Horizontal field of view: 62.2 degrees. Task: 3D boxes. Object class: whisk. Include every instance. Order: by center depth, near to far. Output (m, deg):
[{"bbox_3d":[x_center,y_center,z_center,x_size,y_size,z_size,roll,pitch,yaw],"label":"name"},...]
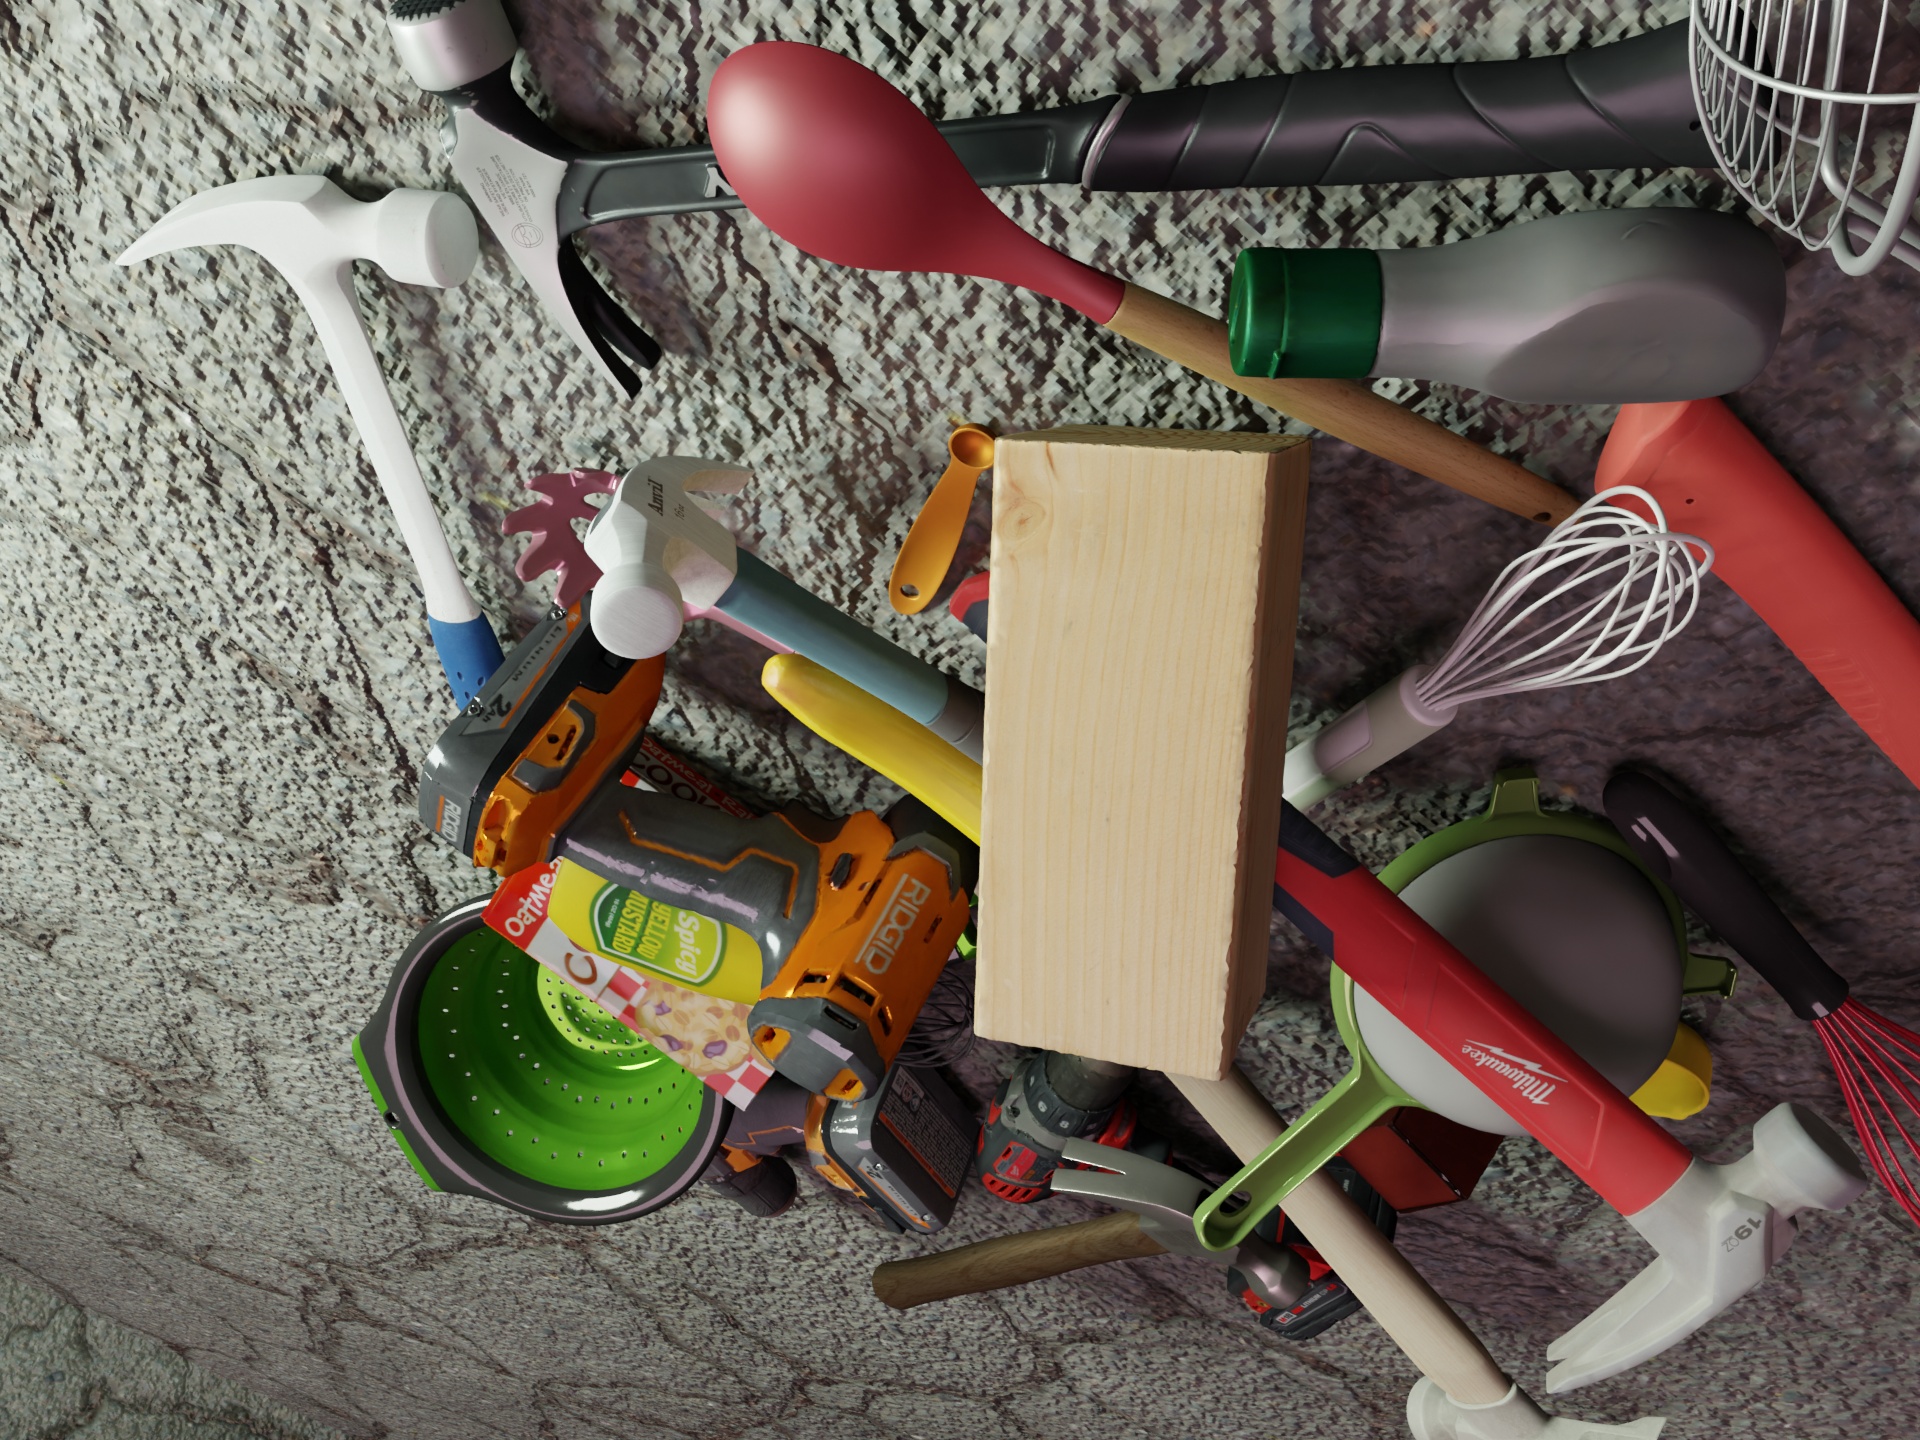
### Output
[{"bbox_3d":[0.172,-0.012,0.572,0.059,0.058,0.246,1,159,-18],"label":"whisk"},{"bbox_3d":[0.360,0.125,0.641,0.295,0.073,0.073,44,136,-8],"label":"whisk"},{"bbox_3d":[-0.086,0.171,0.918,0.239,0.055,0.055,-8,133,37],"label":"whisk"}]

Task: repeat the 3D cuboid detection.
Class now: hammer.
[{"bbox_3d":[0.026,-0.170,0.488,0.409,0.036,0.149,3,139,20],"label":"hammer"},{"bbox_3d":[0.348,0.003,0.546,0.358,0.037,0.149,39,137,-21],"label":"hammer"},{"bbox_3d":[0.138,0.084,0.612,0.386,0.038,0.143,42,113,7],"label":"hammer"},{"bbox_3d":[-0.001,-0.002,0.635,0.330,0.128,0.033,31,116,-29],"label":"hammer"},{"bbox_3d":[-0.239,-0.060,0.727,0.144,0.035,0.405,10,139,13],"label":"hammer"},{"bbox_3d":[0.153,0.204,0.757,0.410,0.038,0.146,48,150,-4],"label":"hammer"},{"bbox_3d":[0.043,0.311,0.928,0.130,0.031,0.331,40,140,-14],"label":"hammer"}]

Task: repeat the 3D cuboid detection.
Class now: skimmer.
[{"bbox_3d":[0.303,-0.105,0.401,0.363,0.127,0.090,29,147,-25],"label":"skimmer"}]

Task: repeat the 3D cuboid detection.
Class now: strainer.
[{"bbox_3d":[0.197,0.152,0.661,0.151,0.069,0.256,40,104,-16],"label":"strainer"}]

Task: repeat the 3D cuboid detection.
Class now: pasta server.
[{"bbox_3d":[-0.049,-0.016,0.693,0.316,0.040,0.060,31,111,-15],"label":"pasta server"}]

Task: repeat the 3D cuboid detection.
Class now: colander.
[{"bbox_3d":[-0.142,0.148,0.887,0.397,0.094,0.204,-21,102,17],"label":"colander"}]

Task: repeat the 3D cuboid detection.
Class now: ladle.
[{"bbox_3d":[0.069,-0.119,0.492,0.315,0.031,0.069,20,151,-19],"label":"ladle"}]

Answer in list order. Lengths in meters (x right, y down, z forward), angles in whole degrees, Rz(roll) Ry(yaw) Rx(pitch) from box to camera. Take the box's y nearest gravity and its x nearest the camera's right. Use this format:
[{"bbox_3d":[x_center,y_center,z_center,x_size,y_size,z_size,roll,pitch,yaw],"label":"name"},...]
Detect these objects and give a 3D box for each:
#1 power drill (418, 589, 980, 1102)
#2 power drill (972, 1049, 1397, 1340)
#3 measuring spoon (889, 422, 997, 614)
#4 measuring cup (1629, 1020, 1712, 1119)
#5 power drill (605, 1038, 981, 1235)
[{"bbox_3d":[-0.098,0.041,0.698,0.226,0.164,0.084,32,145,-1],"label":"power drill"},{"bbox_3d":[0.129,0.248,0.891,0.226,0.080,0.187,25,141,0],"label":"power drill"},{"bbox_3d":[-0.008,-0.078,0.629,0.021,0.011,0.116,24,144,-4],"label":"measuring spoon"},{"bbox_3d":[0.291,0.168,0.775,0.062,0.029,0.156,39,149,-18],"label":"measuring cup"},{"bbox_3d":[-0.101,0.267,1.009,0.226,0.084,0.185,-5,135,34],"label":"power drill"}]
